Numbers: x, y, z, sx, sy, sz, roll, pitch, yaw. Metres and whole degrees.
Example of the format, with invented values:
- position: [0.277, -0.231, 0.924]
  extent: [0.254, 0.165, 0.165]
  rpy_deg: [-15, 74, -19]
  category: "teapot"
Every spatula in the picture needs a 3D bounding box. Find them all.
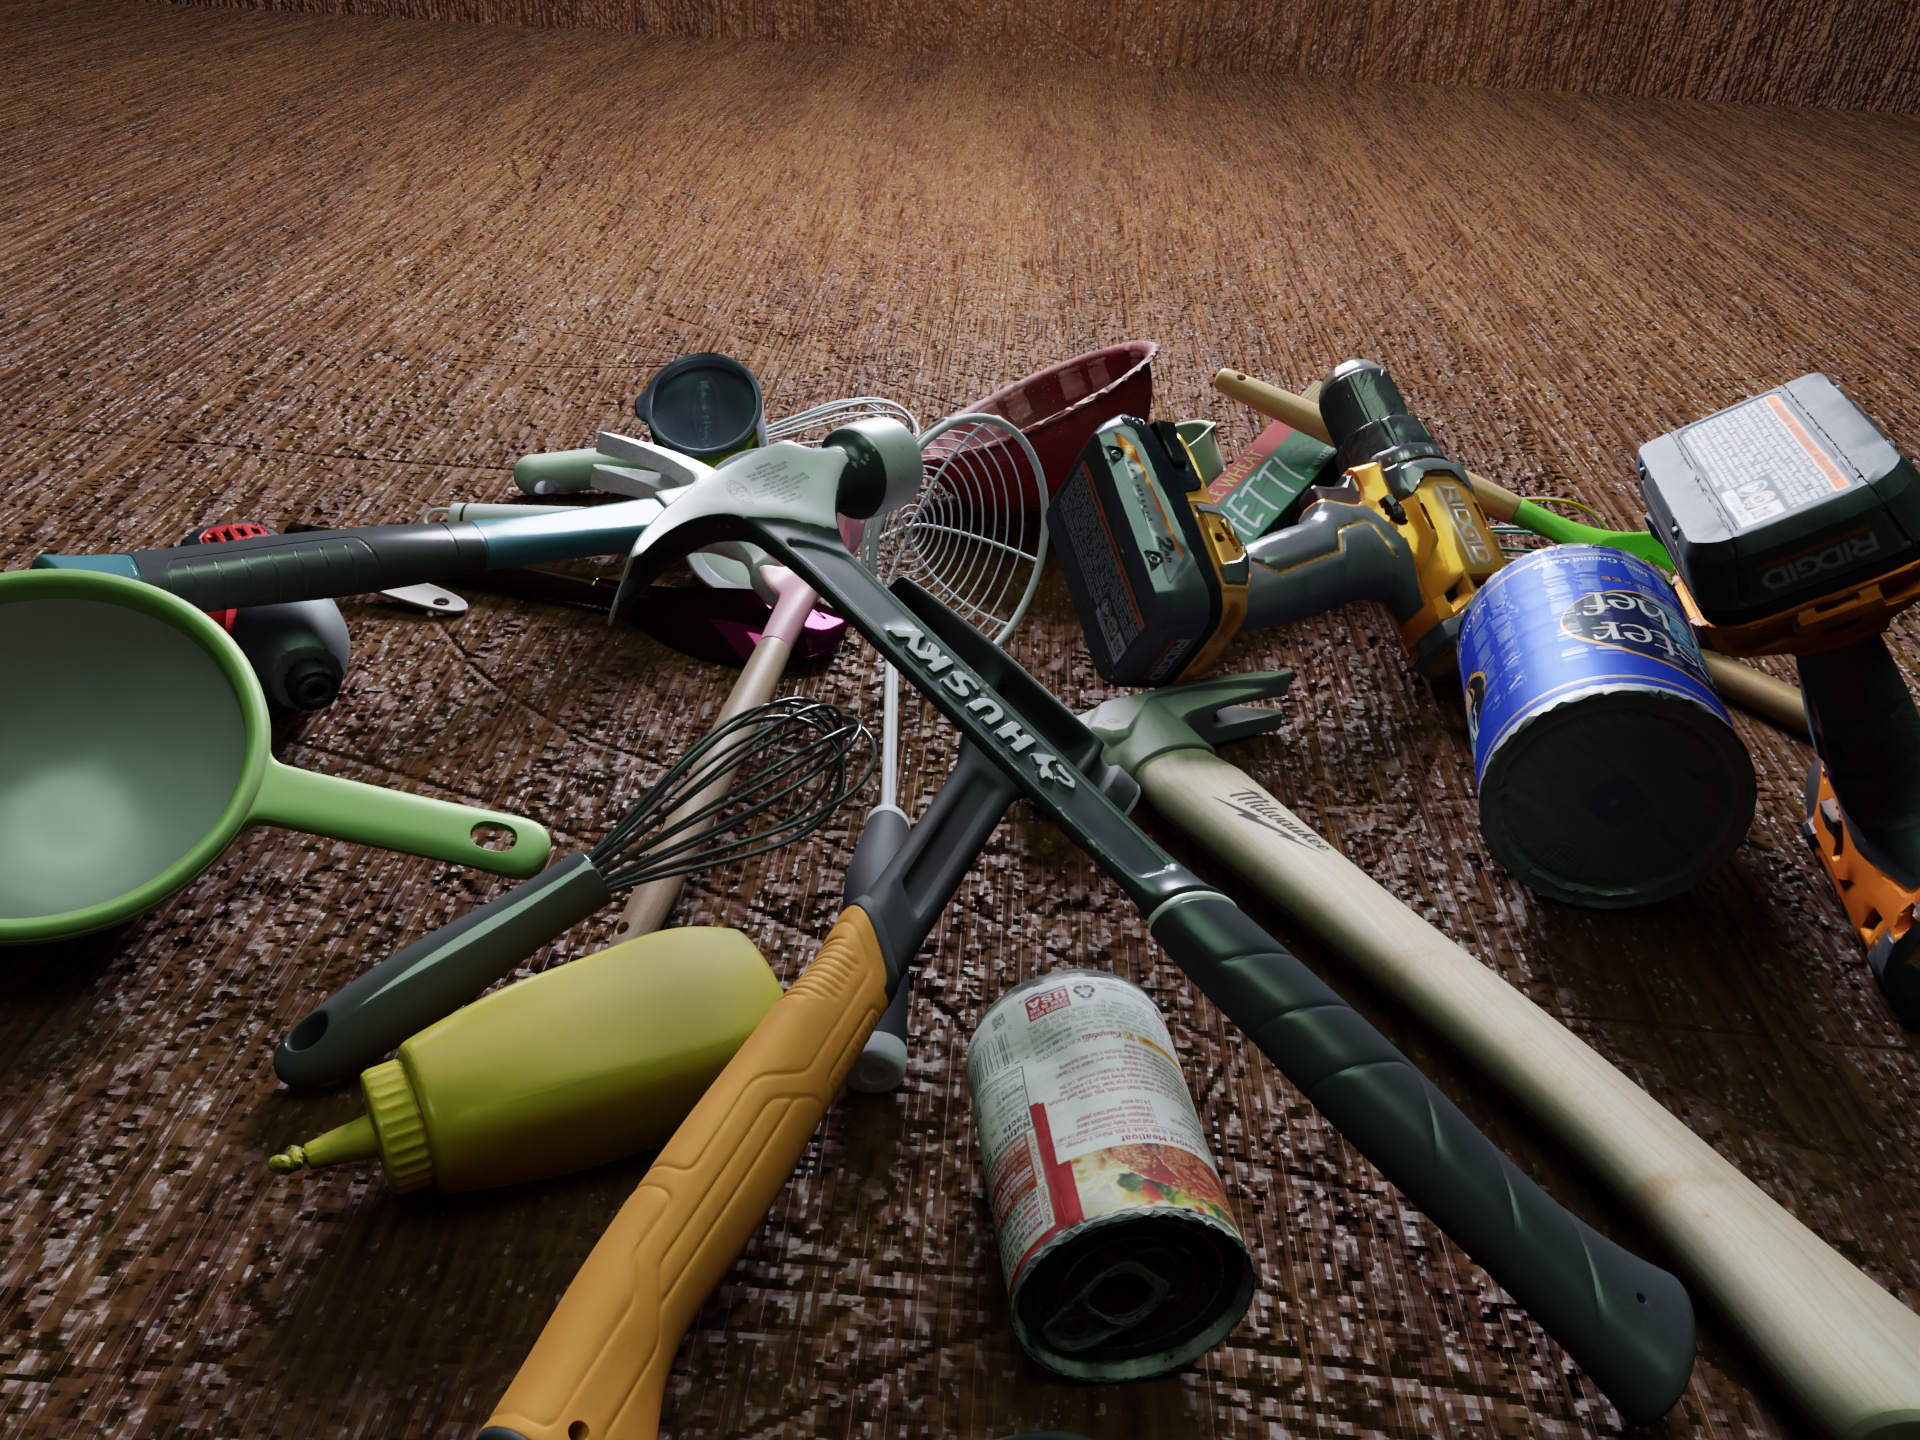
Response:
- position: [0.438, 0.002, 0.750]
  extent: [0.082, 0.044, 0.318]
  rpy_deg: [-15, 35, -33]
  category: "spatula"

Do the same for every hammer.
- position: [0.056, 0.049, 0.499]
  extent: [0.409, 0.036, 0.149]
  rpy_deg: [44, 42, 18]
  category: "hammer"
- position: [-0.235, -0.078, 0.730]
  extent: [0.331, 0.033, 0.128]
  rpy_deg: [-13, 47, -38]
  category: "hammer"
- position: [0.183, 0.095, 0.581]
  extent: [0.146, 0.038, 0.411]
  rpy_deg: [-13, 35, -27]
  category: "hammer"
- position: [-0.045, 0.085, 0.502]
  extent: [0.127, 0.034, 0.337]
  rpy_deg: [42, 44, -8]
  category: "hammer"

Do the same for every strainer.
- position: [-0.174, -0.108, 0.875]
  extent: [0.258, 0.050, 0.087]
  rpy_deg: [3, 75, 10]
  category: "strainer"
- position: [-0.288, 0.034, 0.607]
  extent: [0.256, 0.069, 0.152]
  rpy_deg: [14, 58, -13]
  category: "strainer"

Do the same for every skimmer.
- position: [-0.001, -0.002, 0.668]
  extent: [0.090, 0.127, 0.364]
  rpy_deg: [-12, 38, 9]
  category: "skimmer"

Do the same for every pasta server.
- position: [-0.093, -0.019, 0.688]
  extent: [0.060, 0.040, 0.316]
  rpy_deg: [-13, 36, 27]
  category: "pasta server"

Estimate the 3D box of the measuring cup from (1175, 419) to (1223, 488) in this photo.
- position: [0.113, -0.125, 0.908]
  extent: [0.083, 0.038, 0.168]
  rpy_deg: [-20, 22, 18]
  category: "measuring cup"

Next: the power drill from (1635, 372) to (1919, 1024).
- position: [0.341, -0.013, 0.615]
  extent: [0.084, 0.226, 0.164]
  rpy_deg: [-23, 22, 22]
  category: "power drill"

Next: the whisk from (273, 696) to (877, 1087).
- position: [-0.130, 0.059, 0.568]
  extent: [0.239, 0.055, 0.055]
  rpy_deg: [-32, 44, -23]
  category: "whisk"

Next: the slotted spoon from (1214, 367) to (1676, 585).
- position: [0.281, -0.126, 0.871]
  extent: [0.314, 0.031, 0.070]
  rpy_deg: [28, 56, 16]
  category: "slotted spoon"

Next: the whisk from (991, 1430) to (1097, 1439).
- position: [-0.093, 0.205, 0.354]
  extent: [0.295, 0.073, 0.073]
  rpy_deg: [-4, 31, -24]
  category: "whisk"

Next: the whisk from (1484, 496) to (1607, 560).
- position: [0.245, -0.101, 0.909]
  extent: [0.245, 0.047, 0.051]
  rpy_deg: [2, 32, 6]
  category: "whisk"

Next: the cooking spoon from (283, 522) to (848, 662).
- position: [-0.213, -0.072, 0.831]
  extent: [0.319, 0.017, 0.069]
  rpy_deg: [11, 36, 12]
  category: "cooking spoon"

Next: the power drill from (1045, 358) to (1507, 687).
- position: [0.161, -0.105, 0.795]
  extent: [0.226, 0.084, 0.185]
  rpy_deg: [-4, 62, -23]
  category: "power drill"

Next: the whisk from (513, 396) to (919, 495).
- position: [-0.145, -0.162, 0.965]
  extent: [0.246, 0.057, 0.059]
  rpy_deg: [-9, 63, -12]
  category: "whisk"

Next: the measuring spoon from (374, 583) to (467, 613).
- position: [-0.313, -0.069, 0.828]
  extent: [0.124, 0.018, 0.034]
  rpy_deg: [17, 33, 8]
  category: "measuring spoon"

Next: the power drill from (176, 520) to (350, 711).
- position: [-0.382, -0.026, 0.689]
  extent: [0.219, 0.078, 0.143]
  rpy_deg: [-16, 36, -33]
  category: "power drill"
